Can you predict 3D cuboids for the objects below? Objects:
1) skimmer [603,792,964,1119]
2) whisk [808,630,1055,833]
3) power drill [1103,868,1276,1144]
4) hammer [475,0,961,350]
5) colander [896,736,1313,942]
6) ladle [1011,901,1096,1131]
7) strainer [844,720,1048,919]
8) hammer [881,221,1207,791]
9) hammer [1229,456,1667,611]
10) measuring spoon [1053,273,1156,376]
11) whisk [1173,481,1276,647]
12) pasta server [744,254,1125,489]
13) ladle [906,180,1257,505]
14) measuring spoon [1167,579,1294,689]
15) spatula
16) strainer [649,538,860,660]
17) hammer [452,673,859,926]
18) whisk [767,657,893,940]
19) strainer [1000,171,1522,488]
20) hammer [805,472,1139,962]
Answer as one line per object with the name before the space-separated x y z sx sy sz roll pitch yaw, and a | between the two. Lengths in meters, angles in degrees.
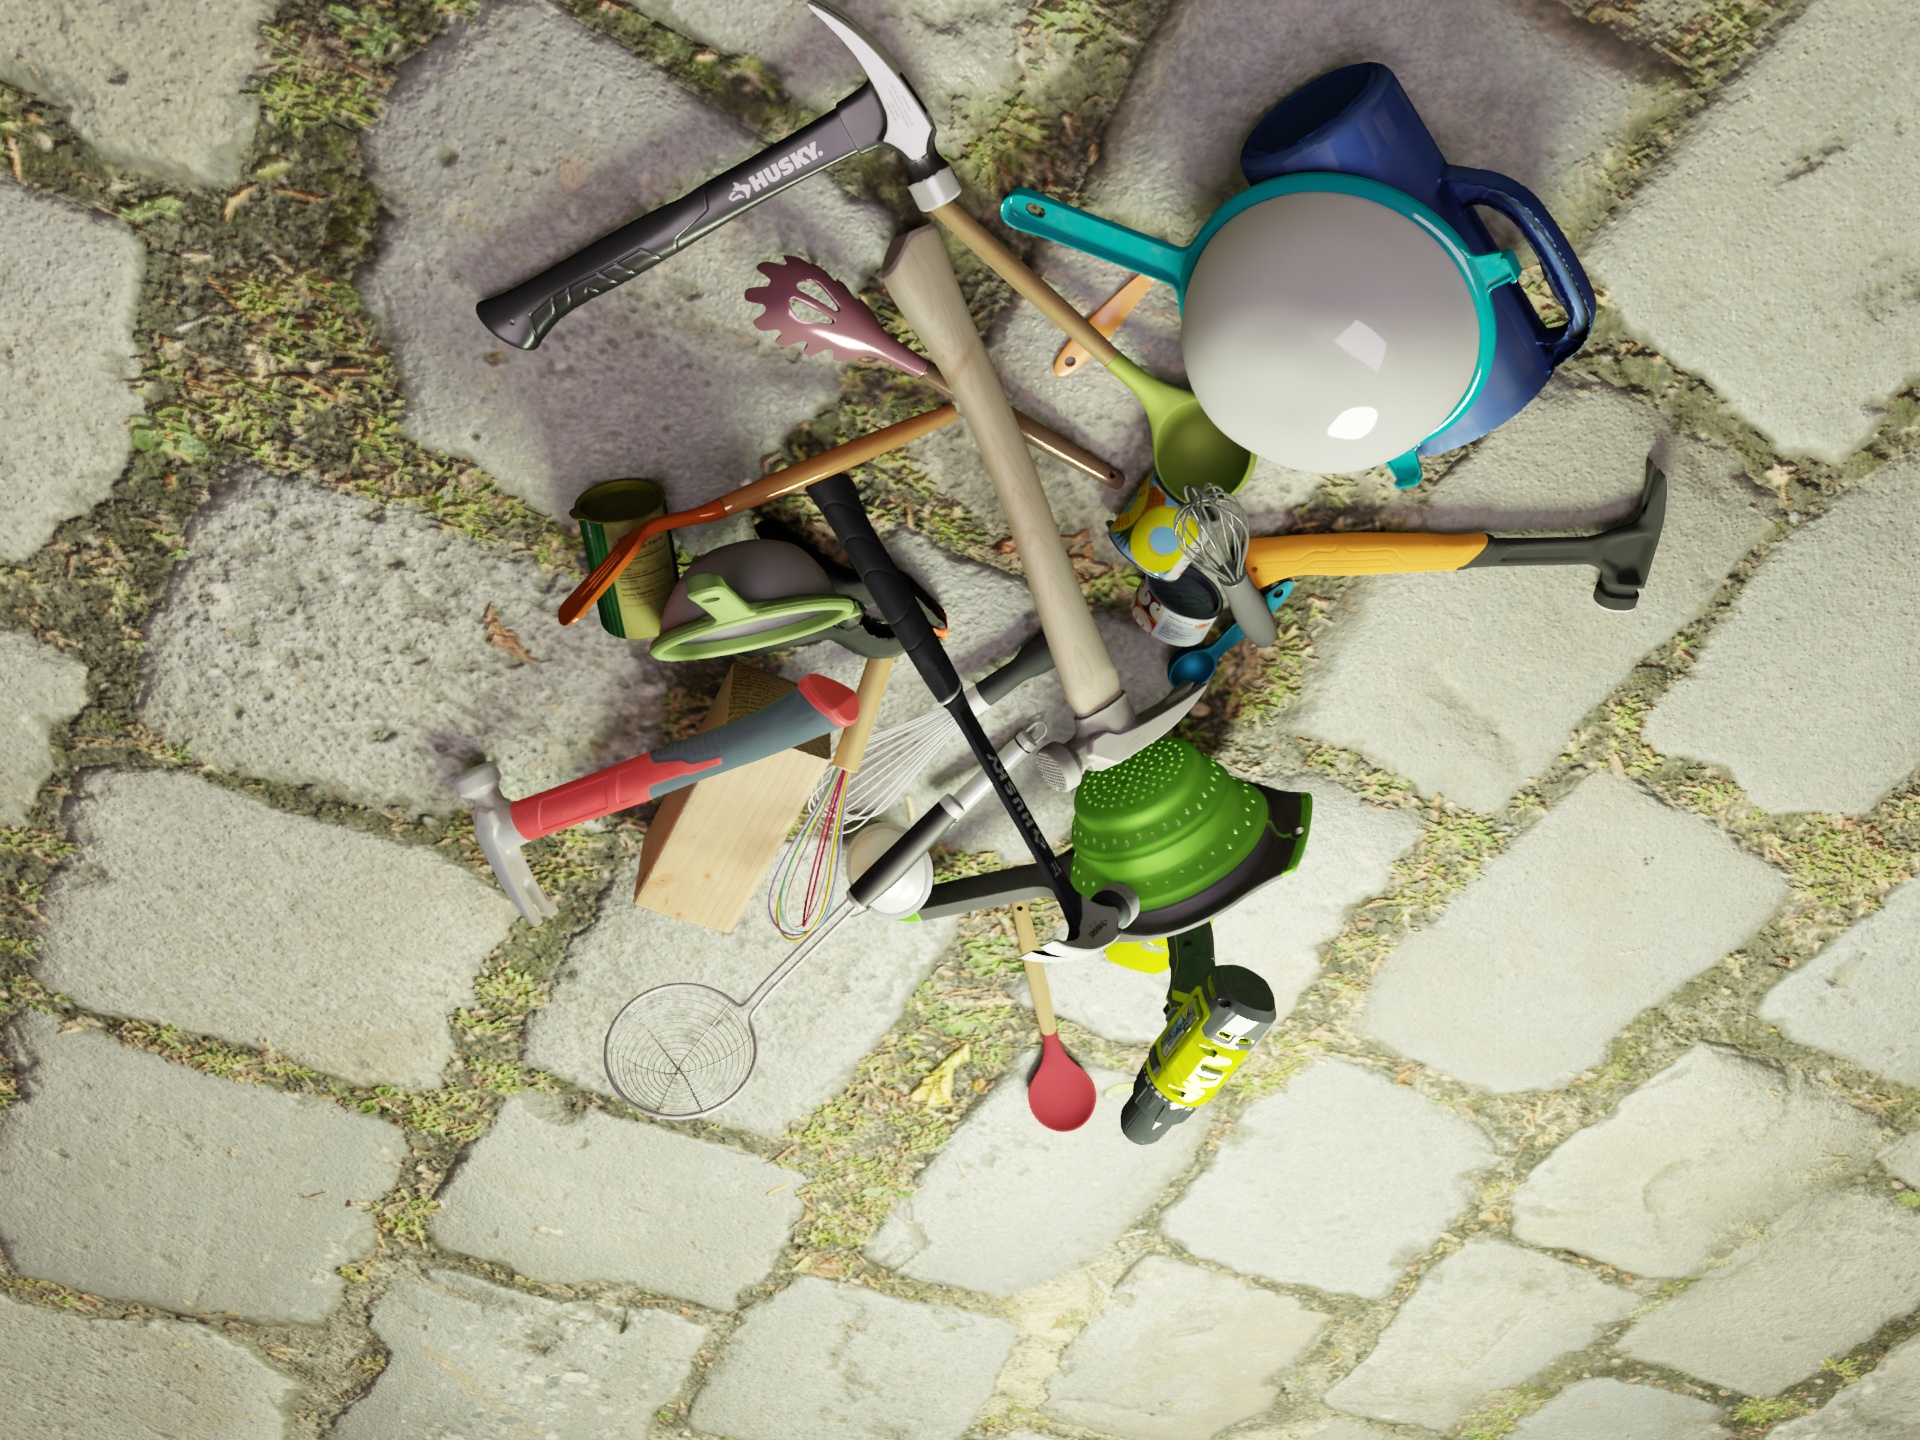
skimmer | -0.143 0.188 1.329 0.363 0.127 0.090 -45 153 6
whisk | -0.014 0.000 1.311 0.284 0.070 0.070 -35 121 14
power drill | 0.185 0.238 1.388 0.080 0.229 0.190 19 122 -18
hammer | -0.178 -0.339 1.052 0.335 0.035 0.146 -23 117 15
colander | 0.090 0.098 1.334 0.397 0.205 0.094 -15 117 29
ladle | 0.080 0.283 1.539 0.069 0.031 0.315 -12 124 1
strainer | -0.020 0.088 1.371 0.258 0.050 0.087 -44 77 15
hammer | 0.053 -0.158 1.144 0.146 0.038 0.410 -31 110 -22
hammer | 0.381 -0.138 1.249 0.337 0.034 0.127 -2 127 -3
measuring spoon | 0.108 -0.287 1.132 0.021 0.011 0.117 34 117 -25
whisk | 0.206 -0.108 1.190 0.055 0.055 0.238 -24 151 12
pasta server | -0.008 -0.240 1.143 0.316 0.040 0.060 24 91 -28
ladle | 0.086 -0.266 1.111 0.320 0.062 0.078 37 121 -21
measuring spoon | 0.218 -0.075 1.298 0.128 0.021 0.042 -42 132 13
spatula | -0.144 -0.153 1.138 0.322 0.081 0.041 -25 109 -11
strainer | -0.160 -0.097 1.106 0.151 0.256 0.069 -14 85 1
hammer | -0.233 0.056 1.243 0.386 0.038 0.143 -18 101 30
whisk | -0.097 0.061 1.281 0.051 0.047 0.245 19 88 -20
strainer | 0.168 -0.258 1.028 0.340 0.095 0.210 24 144 10
hammer | -0.002 -0.004 1.176 0.036 0.149 0.409 -31 88 28
